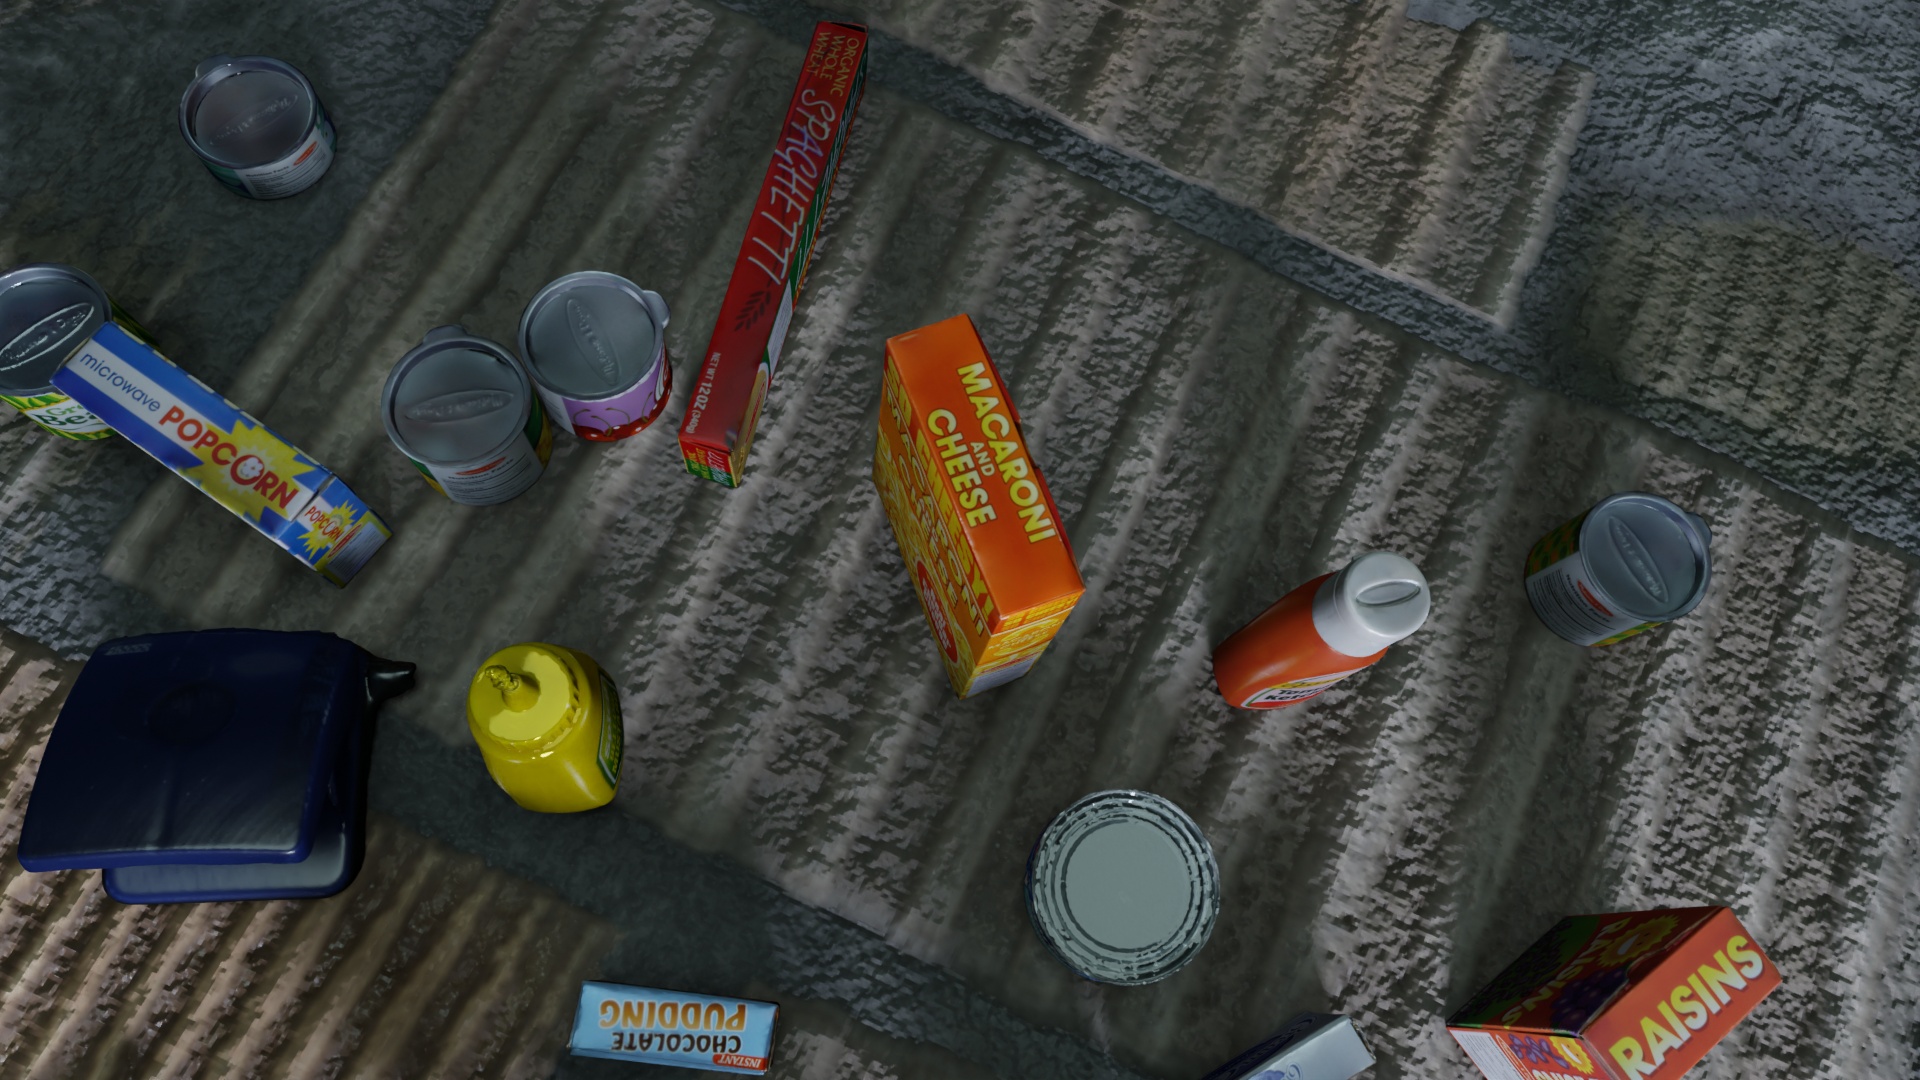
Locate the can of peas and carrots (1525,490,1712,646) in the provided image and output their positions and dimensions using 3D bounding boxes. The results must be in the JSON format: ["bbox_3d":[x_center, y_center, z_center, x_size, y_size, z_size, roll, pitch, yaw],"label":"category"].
[{"bbox_3d":[0.328,0.014,0.694,0.071,0.058,0.071,2,73,-6],"label":"can of peas and carrots"}]

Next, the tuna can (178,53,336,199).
[{"bbox_3d":[-0.357,-0.211,0.705,0.071,0.032,0.071,2,72,-6],"label":"tuna can"}]

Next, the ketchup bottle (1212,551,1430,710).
[{"bbox_3d":[0.161,0.041,0.620,0.065,0.148,0.043,-12,75,-9],"label":"ketchup bottle"}]

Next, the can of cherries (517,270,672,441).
[{"bbox_3d":[-0.172,-0.088,0.673,0.071,0.058,0.071,2,73,-6],"label":"can of cherries"}]

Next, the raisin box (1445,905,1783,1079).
[{"bbox_3d":[0.275,0.198,0.596,0.086,0.123,0.040,-33,79,-14],"label":"raisin box"}]

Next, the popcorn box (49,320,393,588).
[{"bbox_3d":[-0.329,-0.037,0.625,0.127,0.085,0.038,34,73,5],"label":"popcorn box"}]

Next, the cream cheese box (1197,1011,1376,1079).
[{"bbox_3d":[0.124,0.241,0.603,0.104,0.053,0.024,-26,77,-13],"label":"cream cheese box"}]

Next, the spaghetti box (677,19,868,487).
[{"bbox_3d":[-0.091,-0.150,0.705,0.029,0.050,0.251,15,72,-1],"label":"spaghetti box"}]

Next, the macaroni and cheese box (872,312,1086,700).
[{"bbox_3d":[0.002,-0.008,0.609,0.040,0.166,0.124,-19,76,-11],"label":"macaroni and cheese box"}]

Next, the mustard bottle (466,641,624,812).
[{"bbox_3d":[-0.170,0.073,0.568,0.049,0.159,0.065,-3,73,-7],"label":"mustard bottle"}]

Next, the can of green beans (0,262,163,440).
[{"bbox_3d":[-0.416,-0.086,0.646,0.071,0.057,0.071,2,73,-6],"label":"can of green beans"}]

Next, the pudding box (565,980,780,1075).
[{"bbox_3d":[-0.120,0.206,0.590,0.084,0.049,0.030,8,72,-4],"label":"pudding box"}]

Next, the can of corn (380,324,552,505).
[{"bbox_3d":[-0.232,-0.058,0.657,0.071,0.058,0.071,2,73,-6],"label":"can of corn"}]
